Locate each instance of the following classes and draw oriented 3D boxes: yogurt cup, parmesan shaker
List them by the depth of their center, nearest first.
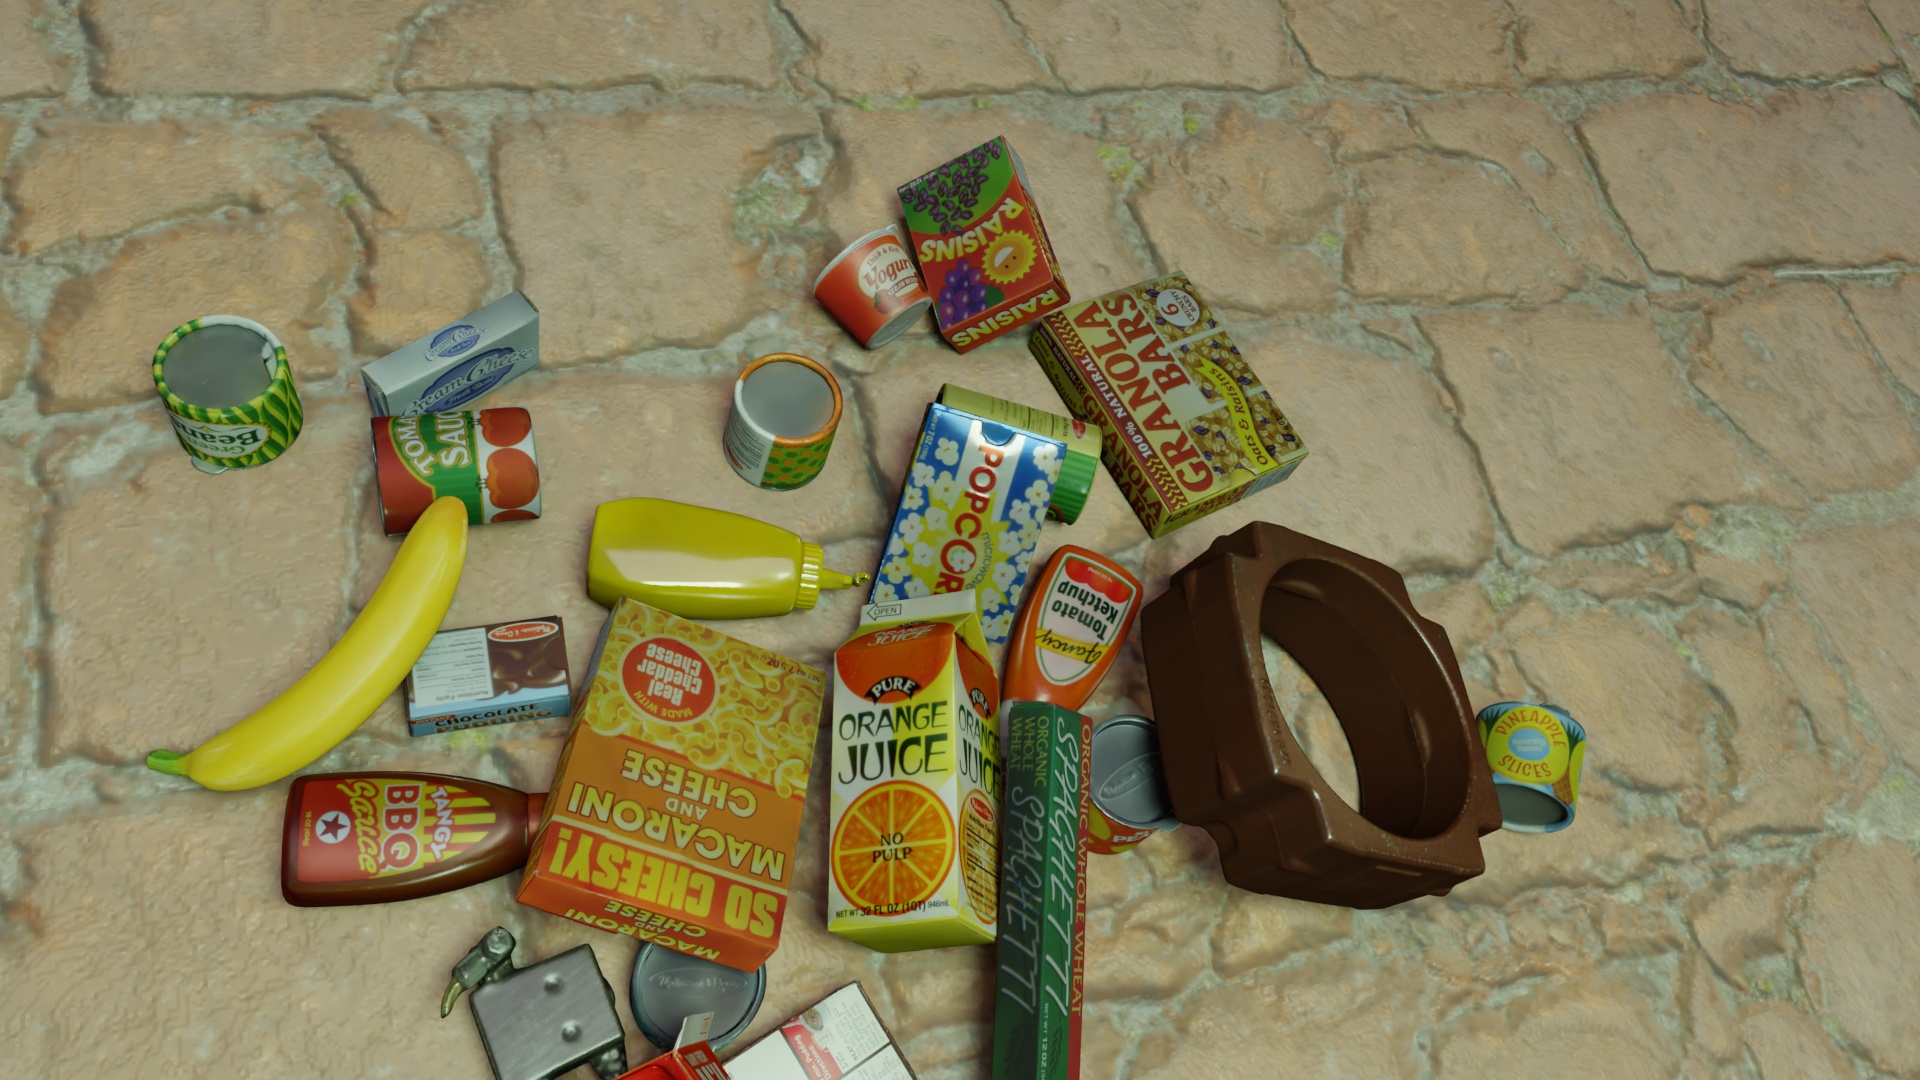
[{"bbox_3d":[0.030,-0.055,0.879,0.103,0.071,0.071,15,60,-8],"label":"parmesan shaker"},{"bbox_3d":[-0.056,-0.163,0.912,0.073,0.072,0.054,-36,85,-29],"label":"yogurt cup"}]

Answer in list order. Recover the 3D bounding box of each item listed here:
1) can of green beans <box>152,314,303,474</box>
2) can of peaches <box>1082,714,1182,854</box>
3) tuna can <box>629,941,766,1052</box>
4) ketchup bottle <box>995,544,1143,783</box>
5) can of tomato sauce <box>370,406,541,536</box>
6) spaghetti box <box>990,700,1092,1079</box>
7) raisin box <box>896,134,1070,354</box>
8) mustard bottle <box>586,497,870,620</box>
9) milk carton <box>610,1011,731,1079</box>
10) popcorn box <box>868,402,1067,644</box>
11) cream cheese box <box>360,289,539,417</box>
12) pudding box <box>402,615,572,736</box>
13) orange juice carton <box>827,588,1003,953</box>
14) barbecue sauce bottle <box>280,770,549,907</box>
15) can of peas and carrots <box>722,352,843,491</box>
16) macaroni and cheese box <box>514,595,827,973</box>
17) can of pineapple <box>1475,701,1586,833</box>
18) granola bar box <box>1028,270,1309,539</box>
[{"bbox_3d":[-0.403,-0.082,0.766,0.071,0.057,0.071,7,61,-13],"label":"can of green beans"},{"bbox_3d":[0.091,0.142,0.794,0.071,0.057,0.071,8,61,-14],"label":"can of peaches"},{"bbox_3d":[-0.132,0.226,0.696,0.071,0.032,0.071,7,61,-13],"label":"tuna can"},{"bbox_3d":[0.055,0.075,0.828,0.065,0.043,0.149,29,59,0],"label":"ketchup bottle"},{"bbox_3d":[-0.281,-0.041,0.774,0.083,0.071,0.071,-7,65,-20],"label":"can of tomato sauce"},{"bbox_3d":[0.042,0.208,0.717,0.028,0.050,0.250,-6,71,30],"label":"spaghetti box"},{"bbox_3d":[0.015,-0.200,0.943,0.086,0.040,0.124,-23,66,15],"label":"raisin box"},{"bbox_3d":[-0.132,0.016,0.800,0.160,0.048,0.065,8,61,-13],"label":"mustard bottle"},{"bbox_3d":[-0.140,0.303,0.601,0.073,0.072,0.191,13,73,3],"label":"milk carton"},{"bbox_3d":[0.003,-0.010,0.825,0.085,0.038,0.126,17,95,-7],"label":"popcorn box"},{"bbox_3d":[-0.295,-0.102,0.812,0.104,0.053,0.024,-36,75,-29],"label":"cream cheese box"},{"bbox_3d":[-0.254,0.073,0.744,0.084,0.030,0.050,-7,64,-20],"label":"pudding box"},{"bbox_3d":[-0.023,0.117,0.750,0.072,0.073,0.193,-11,60,18],"label":"orange juice carton"},{"bbox_3d":[-0.256,0.147,0.696,0.149,0.043,0.065,1,61,-17],"label":"barbecue sauce bottle"},{"bbox_3d":[-0.107,-0.074,0.850,0.071,0.058,0.071,7,61,-13],"label":"can of peas and carrots"},{"bbox_3d":[-0.142,0.123,0.712,0.124,0.040,0.167,23,44,-18],"label":"macaroni and cheese box"},{"bbox_3d":[0.352,0.141,0.866,0.071,0.070,0.058,26,59,-2],"label":"can of pineapple"},{"bbox_3d":[0.141,-0.097,0.949,0.124,0.039,0.166,-22,71,-25],"label":"granola bar box"}]
